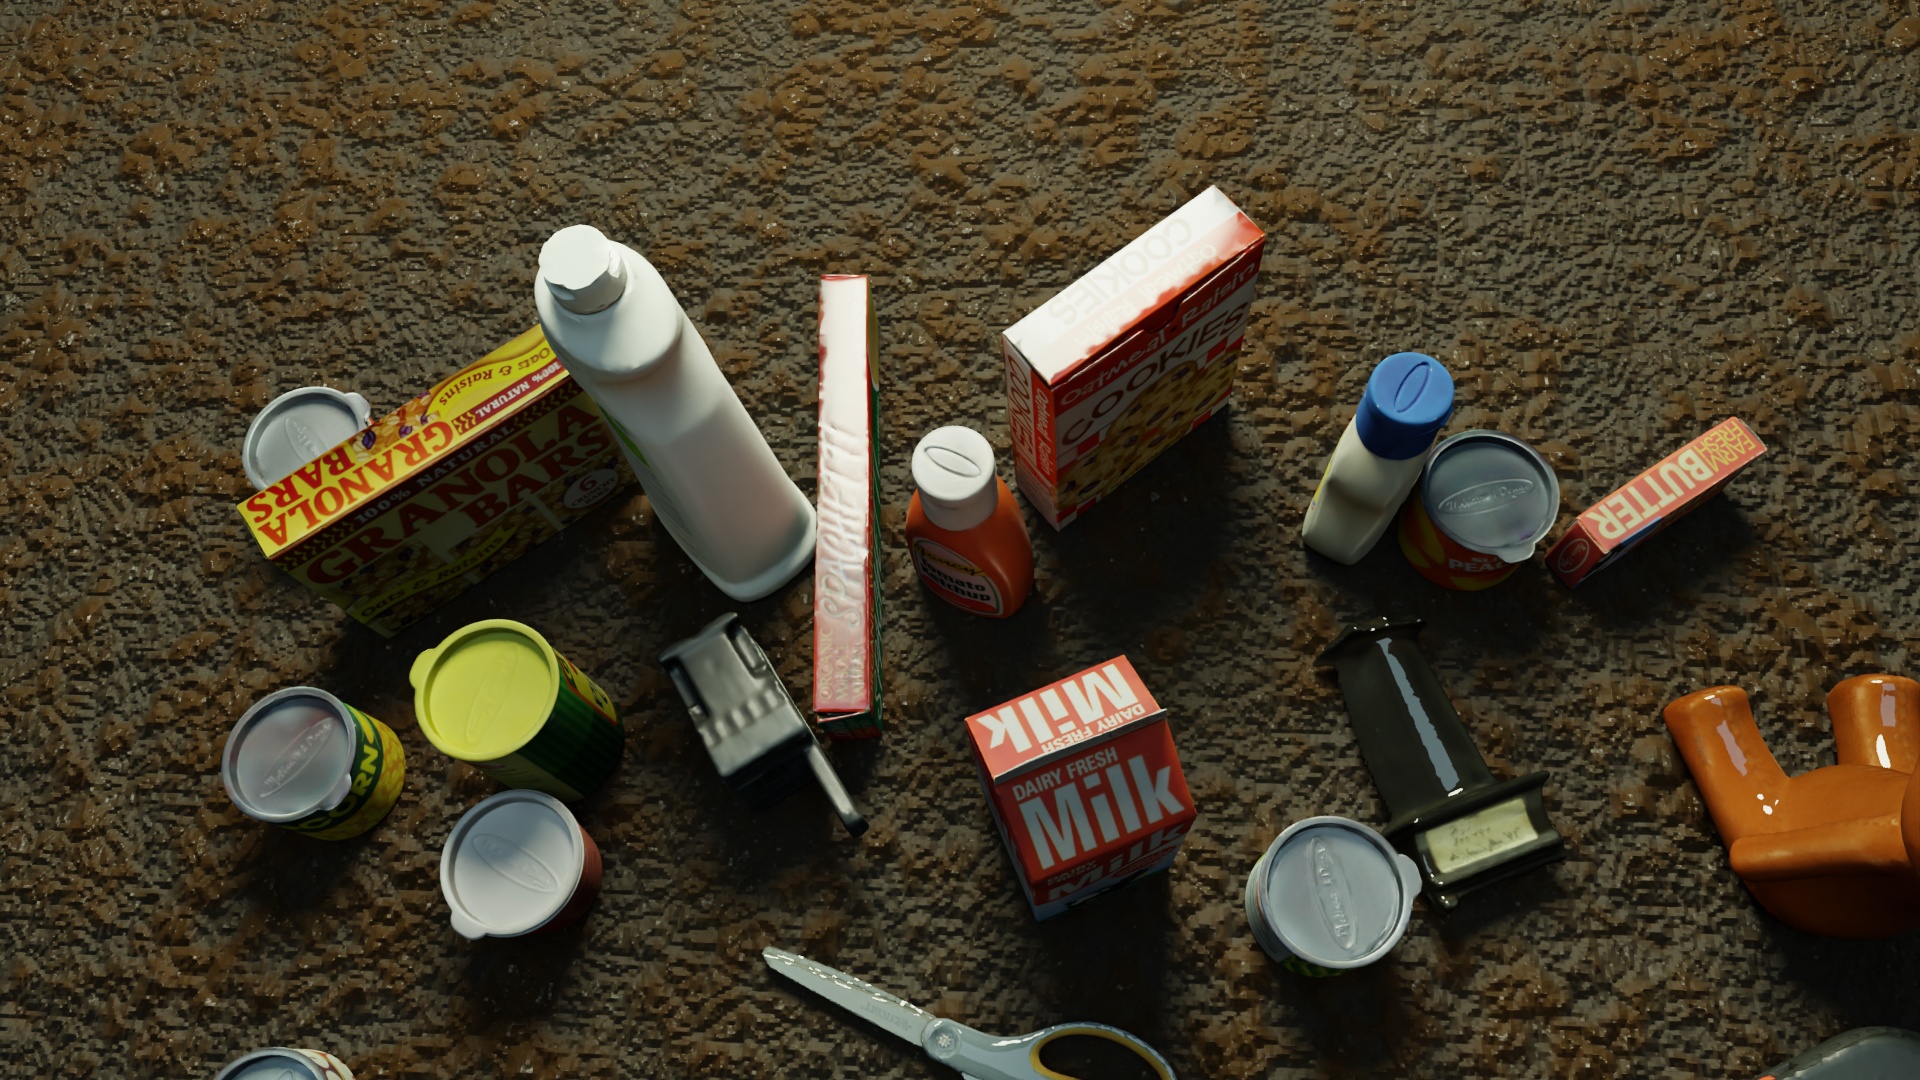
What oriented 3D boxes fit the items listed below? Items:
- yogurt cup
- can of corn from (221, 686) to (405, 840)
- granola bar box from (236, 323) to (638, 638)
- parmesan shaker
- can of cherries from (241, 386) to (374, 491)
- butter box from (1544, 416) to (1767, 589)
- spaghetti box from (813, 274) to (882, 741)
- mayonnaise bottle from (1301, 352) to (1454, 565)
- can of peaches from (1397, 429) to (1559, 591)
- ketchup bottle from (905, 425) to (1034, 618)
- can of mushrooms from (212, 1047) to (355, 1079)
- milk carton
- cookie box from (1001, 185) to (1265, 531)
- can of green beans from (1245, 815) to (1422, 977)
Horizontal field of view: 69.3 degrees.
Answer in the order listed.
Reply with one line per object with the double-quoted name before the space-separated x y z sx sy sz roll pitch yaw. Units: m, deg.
"yogurt cup" -0.207 0.158 0.669 0.072 0.053 0.072 -2 68 4
"can of corn" -0.319 0.114 0.693 0.071 0.058 0.071 -2 68 4
"granola bar box" -0.255 -0.026 0.709 0.166 0.123 0.039 -34 70 -9
"parmesan shaker" -0.212 0.084 0.673 0.071 0.102 0.071 -2 68 4
"can of cherries" -0.342 -0.043 0.758 0.071 0.058 0.072 -2 68 4
"butter box" 0.347 -0.019 0.698 0.103 0.053 0.024 -31 69 -8
"spaghetti box" -0.059 -0.021 0.732 0.029 0.050 0.251 -3 68 3
"mayonnaise bottle" 0.200 -0.040 0.667 0.041 0.147 0.065 30 74 15
"can of peaches" 0.259 -0.012 0.699 0.071 0.058 0.071 -2 68 4
"ketchup bottle" 0.002 -0.008 0.669 0.065 0.148 0.043 25 73 13
"can of mushrooms" -0.318 0.270 0.644 0.071 0.033 0.071 -2 68 4
"milk carton" 0.050 0.108 0.596 0.072 0.190 0.073 -22 69 -4
"cookie box" 0.083 -0.082 0.682 0.123 0.167 0.040 -37 70 -10
"can of green beans" 0.167 0.164 0.636 0.071 0.057 0.071 -2 68 4
